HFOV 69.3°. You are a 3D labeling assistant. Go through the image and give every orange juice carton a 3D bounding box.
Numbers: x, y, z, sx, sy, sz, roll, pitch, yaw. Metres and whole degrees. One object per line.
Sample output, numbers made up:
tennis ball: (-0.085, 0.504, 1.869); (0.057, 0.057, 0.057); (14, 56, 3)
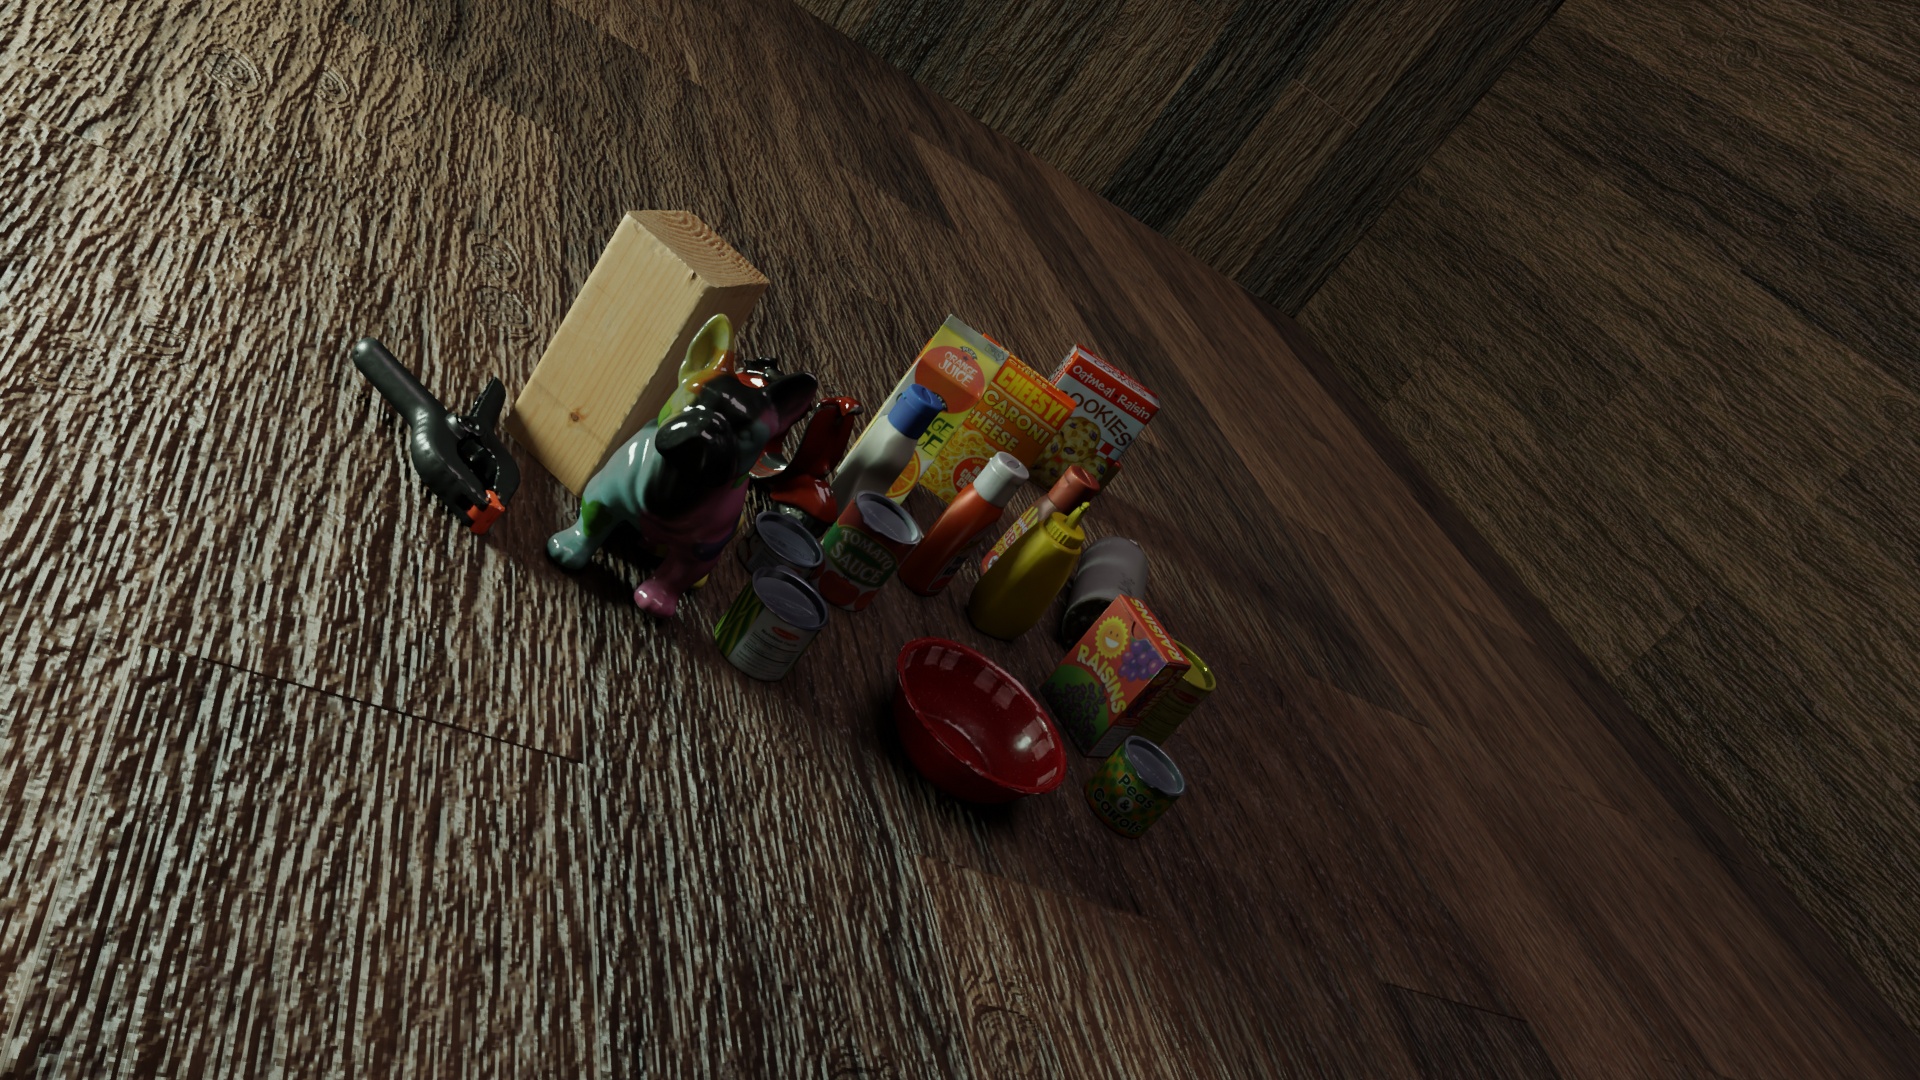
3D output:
orange juice carton: (-0.035, -0.129, 1.366); (0.072, 0.192, 0.073); (35, 23, -8)

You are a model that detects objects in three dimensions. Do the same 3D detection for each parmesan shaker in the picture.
parmesan shaker: (0.175, 0.147, 1.280); (0.071, 0.102, 0.071); (32, 24, -16)

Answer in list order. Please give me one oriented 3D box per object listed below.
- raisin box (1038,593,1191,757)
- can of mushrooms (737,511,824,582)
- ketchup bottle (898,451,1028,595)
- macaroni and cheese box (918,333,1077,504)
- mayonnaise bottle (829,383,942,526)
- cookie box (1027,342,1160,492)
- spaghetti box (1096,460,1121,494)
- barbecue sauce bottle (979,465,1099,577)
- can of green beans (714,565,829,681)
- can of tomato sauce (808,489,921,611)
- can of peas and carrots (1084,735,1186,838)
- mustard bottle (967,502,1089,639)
raisin box: (0.137, 0.122, 1.245); (0.040, 0.123, 0.086); (14, 33, -44)
can of mushrooms: (-0.149, 0.009, 1.153); (0.071, 0.033, 0.071); (31, 24, -16)
ketchup bottle: (0.005, -0.016, 1.274); (0.043, 0.148, 0.065); (44, 23, 12)
macaroni and cheese box: (0.024, -0.115, 1.461); (0.124, 0.166, 0.040); (36, 23, -5)
mayonnaise bottle: (-0.072, -0.077, 1.275); (0.041, 0.147, 0.065); (26, 26, -27)
cookie box: (0.139, -0.136, 1.664); (0.123, 0.166, 0.040); (31, 24, -18)
spaghetti box: (0.092, -0.125, 1.723); (0.250, 0.050, 0.029); (23, 27, -31)
barbecue sauce bottle: (0.079, -0.008, 1.367); (0.043, 0.148, 0.065); (24, 27, -31)
can of green beans: (-0.141, 0.062, 1.036); (0.071, 0.057, 0.071); (32, 24, -16)
can of tomato sauce: (-0.084, 0.010, 1.181); (0.071, 0.082, 0.071); (32, 24, -16)
can of peas and carrots: (0.148, 0.211, 1.181); (0.071, 0.058, 0.071); (32, 24, -16)
mustard bottle: (0.072, 0.022, 1.288); (0.065, 0.159, 0.049); (22, 28, -34)
